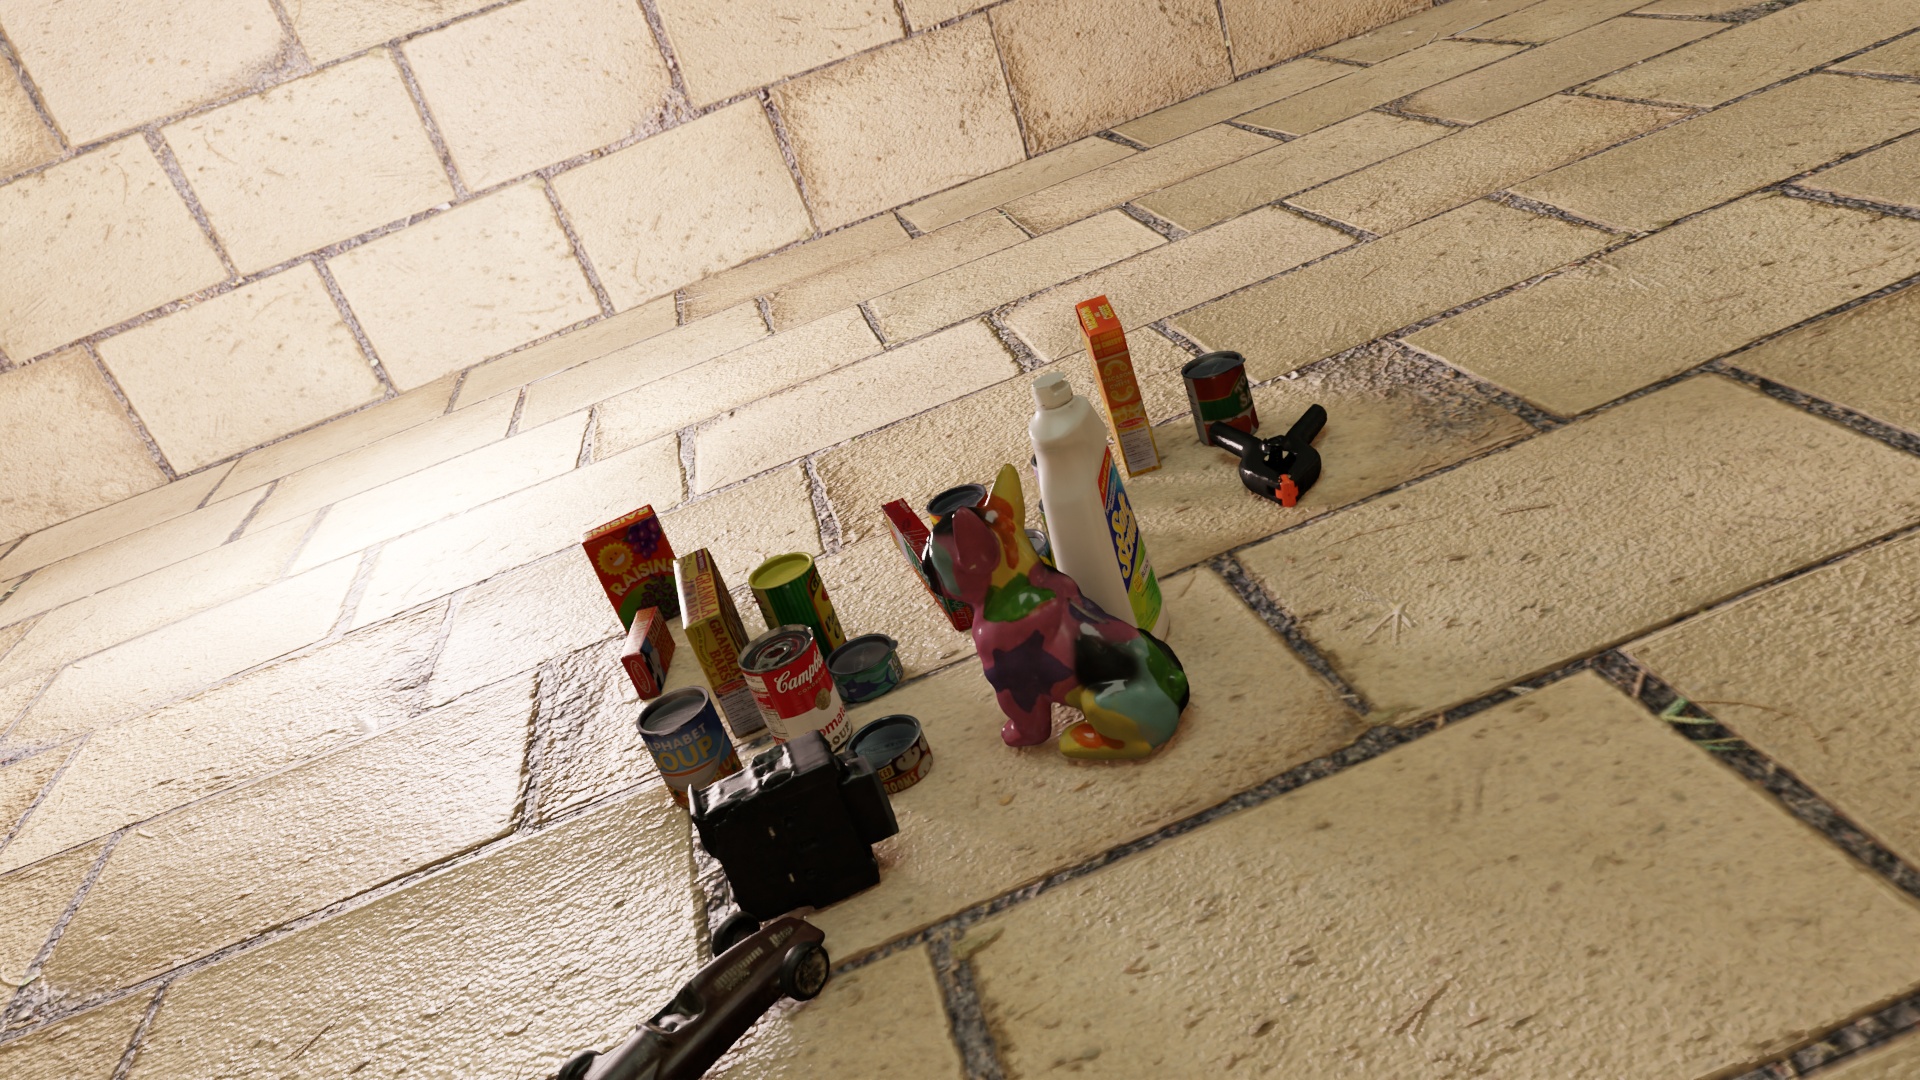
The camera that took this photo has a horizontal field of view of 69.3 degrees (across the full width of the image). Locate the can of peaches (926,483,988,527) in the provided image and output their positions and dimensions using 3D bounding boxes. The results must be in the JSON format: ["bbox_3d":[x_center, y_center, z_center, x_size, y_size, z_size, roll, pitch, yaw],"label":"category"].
[{"bbox_3d":[0.005,-0.018,1.445,0.071,0.058,0.071,-16,25,8],"label":"can of peaches"}]

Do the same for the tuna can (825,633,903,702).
[{"bbox_3d":[-0.085,0.116,1.269,0.071,0.032,0.071,-16,25,8],"label":"tuna can"}]

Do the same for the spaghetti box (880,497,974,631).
[{"bbox_3d":[-0.033,0.020,1.404,0.029,0.050,0.251,-24,25,-8],"label":"spaghetti box"}]

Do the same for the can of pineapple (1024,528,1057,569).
[{"bbox_3d":[0.059,0.030,1.307,0.071,0.057,0.071,-16,25,8],"label":"can of pineapple"}]

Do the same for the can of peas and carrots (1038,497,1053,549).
[{"bbox_3d":[0.115,-0.017,1.361,0.071,0.058,0.071,-16,25,8],"label":"can of peas and carrots"}]

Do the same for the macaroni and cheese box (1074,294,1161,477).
[{"bbox_3d":[0.169,-0.168,1.501,0.040,0.165,0.124,-18,25,5],"label":"macaroni and cheese box"}]

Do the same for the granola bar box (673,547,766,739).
[{"bbox_3d":[-0.225,0.093,1.310,0.039,0.123,0.166,-23,25,-6],"label":"granola bar box"}]

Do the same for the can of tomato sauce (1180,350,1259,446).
[{"bbox_3d":[0.280,-0.152,1.486,0.071,0.082,0.071,-16,25,8],"label":"can of tomato sauce"}]

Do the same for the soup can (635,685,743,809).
[{"bbox_3d":[-0.231,0.179,1.187,0.071,0.083,0.071,-16,25,8],"label":"soup can"}]

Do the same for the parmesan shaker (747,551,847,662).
[{"bbox_3d":[-0.154,0.070,1.329,0.071,0.102,0.071,-16,25,8],"label":"parmesan shaker"}]

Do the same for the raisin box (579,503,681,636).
[{"bbox_3d":[-0.353,0.033,1.527,0.086,0.123,0.040,-25,25,-10],"label":"raisin box"}]

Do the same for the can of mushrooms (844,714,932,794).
[{"bbox_3d":[-0.058,0.175,1.127,0.071,0.033,0.071,-16,25,8],"label":"can of mushrooms"}]

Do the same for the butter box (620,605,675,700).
[{"bbox_3d":[-0.319,0.114,1.421,0.024,0.053,0.104,-17,25,6],"label":"butter box"}]

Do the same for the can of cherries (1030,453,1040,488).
[{"bbox_3d":[0.114,-0.067,1.464,0.071,0.058,0.072,-16,25,8],"label":"can of cherries"}]
